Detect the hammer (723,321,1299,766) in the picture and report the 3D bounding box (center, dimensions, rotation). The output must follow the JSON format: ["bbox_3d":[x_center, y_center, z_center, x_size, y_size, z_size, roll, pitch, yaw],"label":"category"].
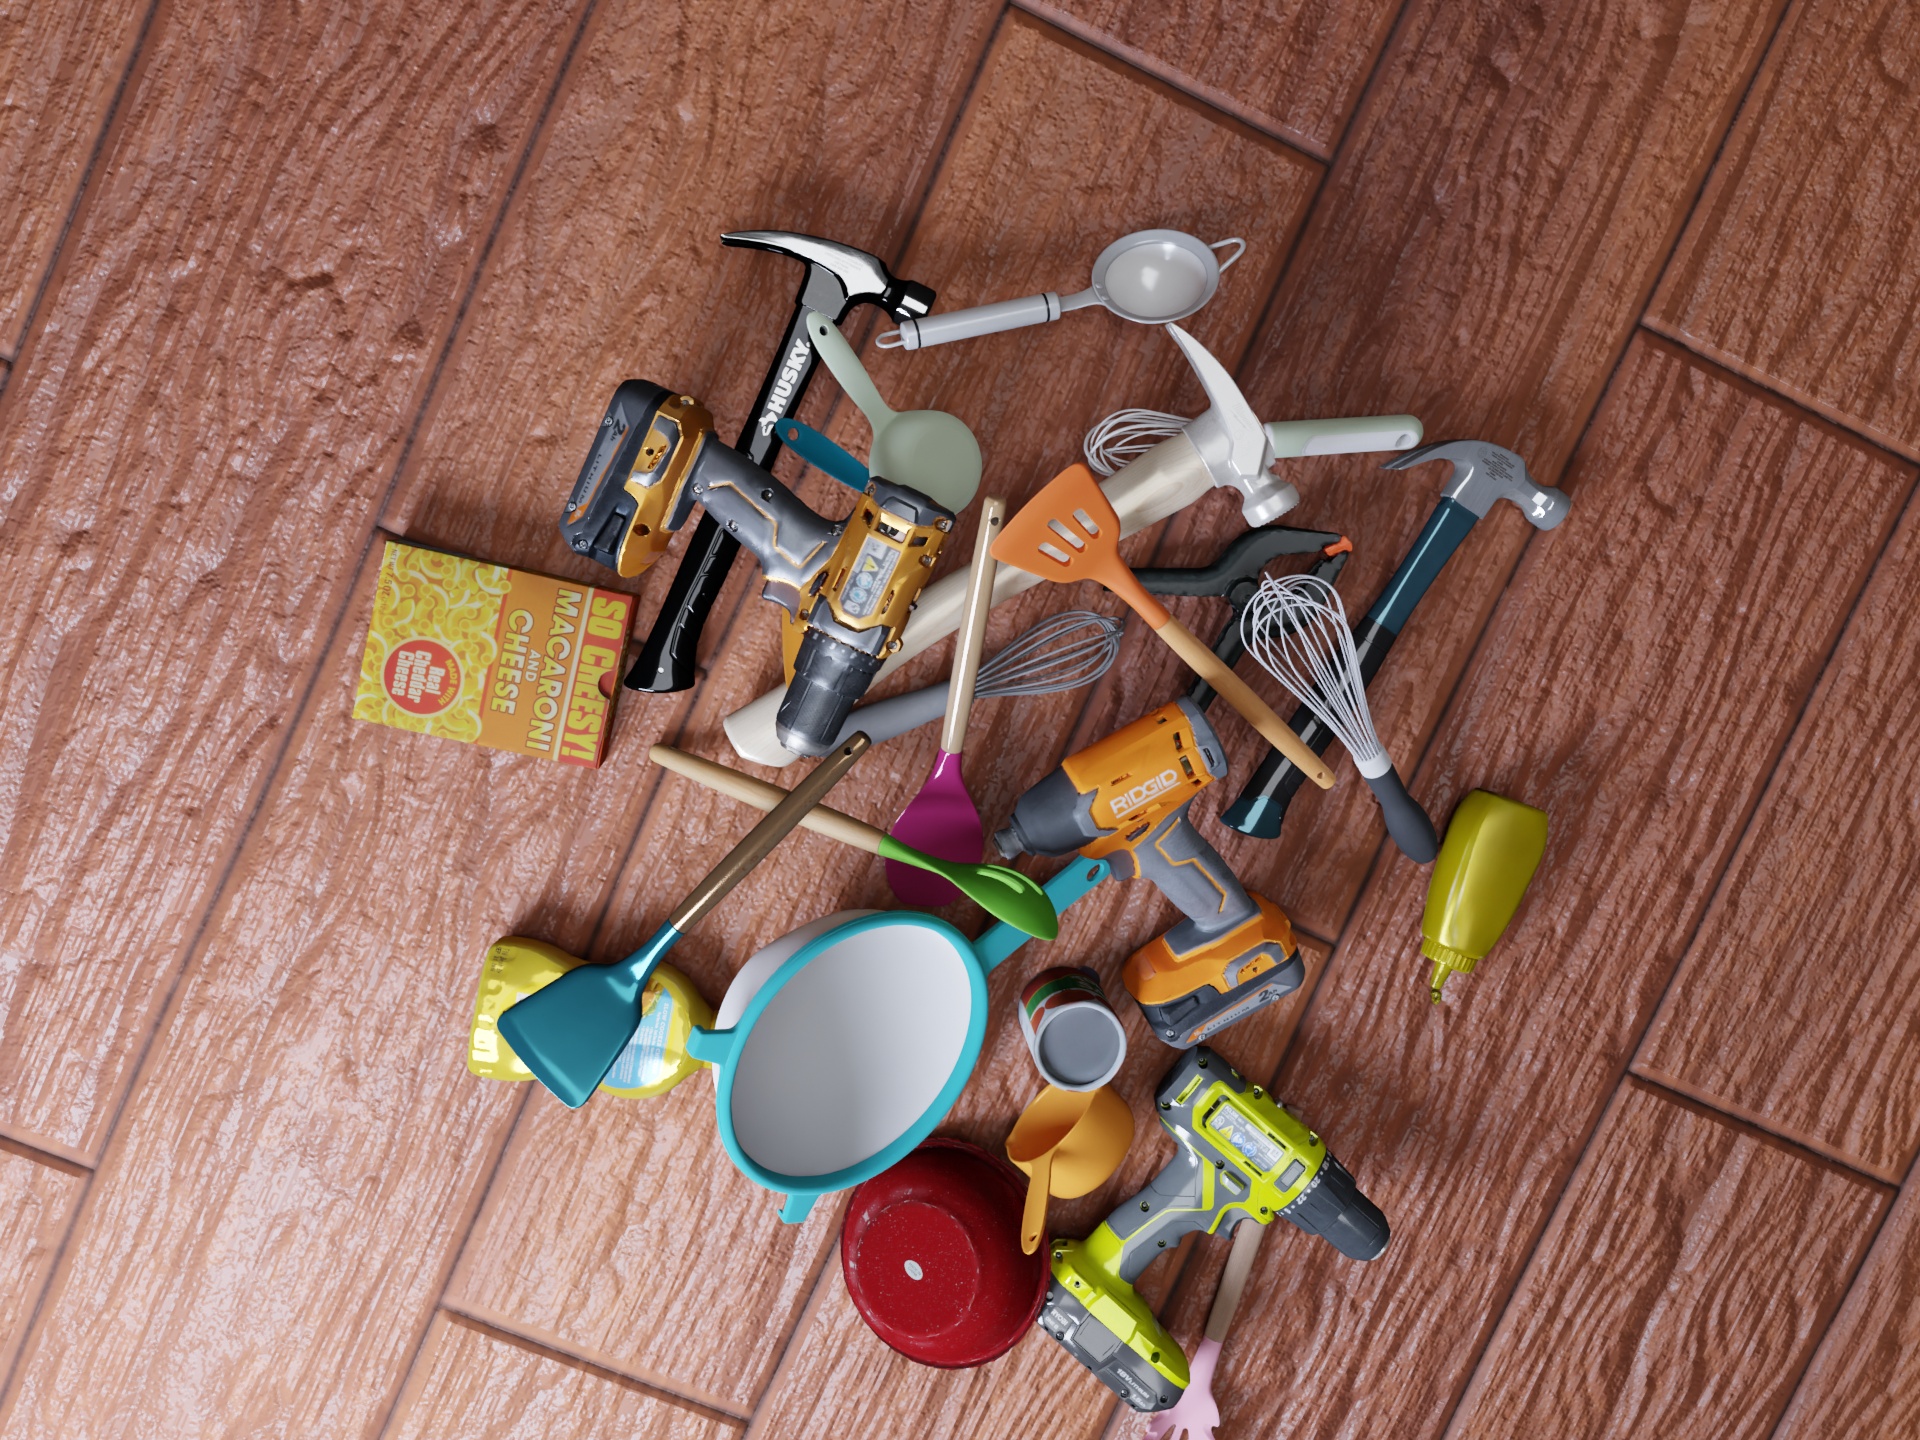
[{"bbox_3d":[0.014,-0.101,1.067,0.410,0.038,0.146,-31,97,6],"label":"hammer"}]

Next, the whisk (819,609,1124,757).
[{"bbox_3d":[0.004,-0.024,1.112,0.239,0.055,0.055,-21,98,2],"label":"whisk"}]

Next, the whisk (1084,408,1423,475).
[{"bbox_3d":[0.206,-0.194,1.108,0.246,0.057,0.059,-5,53,-9],"label":"whisk"}]

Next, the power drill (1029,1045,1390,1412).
[{"bbox_3d":[0.175,0.376,1.143,0.190,0.080,0.228,41,91,4],"label":"power drill"}]

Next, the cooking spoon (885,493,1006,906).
[{"bbox_3d":[-0.002,-0.003,1.069,0.068,0.017,0.318,5,120,-9],"label":"cooking spoon"}]

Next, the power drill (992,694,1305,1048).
[{"bbox_3d":[0.130,0.112,1.093,0.164,0.084,0.226,-28,115,-2],"label":"power drill"}]

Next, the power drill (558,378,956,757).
[{"bbox_3d":[-0.138,-0.097,1.021,0.226,0.084,0.185,26,98,3],"label":"power drill"}]

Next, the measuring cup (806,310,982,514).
[{"bbox_3d":[-0.044,-0.203,1.055,0.083,0.038,0.167,-49,121,-19],"label":"measuring cup"}]

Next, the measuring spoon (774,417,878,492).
[{"bbox_3d":[-0.077,-0.167,1.078,0.128,0.021,0.042,31,79,-31],"label":"measuring spoon"}]

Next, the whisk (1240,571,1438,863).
[{"bbox_3d":[0.271,0.005,1.097,0.070,0.070,0.284,-37,122,0],"label":"whisk"}]

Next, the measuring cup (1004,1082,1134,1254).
[{"bbox_3d":[0.075,0.315,1.096,0.095,0.174,0.052,-39,104,26],"label":"measuring cup"}]

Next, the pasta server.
[{"bbox_3d":[0.199,0.438,1.185,0.060,0.040,0.316,19,94,4],"label":"pasta server"}]

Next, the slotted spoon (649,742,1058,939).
[{"bbox_3d":[-0.075,0.073,1.063,0.314,0.070,0.031,21,100,17],"label":"slotted spoon"}]

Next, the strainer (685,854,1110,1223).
[{"bbox_3d":[-0.042,0.174,1.109,0.340,0.095,0.210,-36,128,-22],"label":"strainer"}]

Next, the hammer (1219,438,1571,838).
[{"bbox_3d":[0.294,-0.055,1.136,0.128,0.033,0.331,32,94,-13],"label":"hammer"}]

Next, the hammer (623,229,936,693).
[{"bbox_3d":[-0.151,-0.171,1.083,0.146,0.035,0.335,24,94,-8],"label":"hammer"}]

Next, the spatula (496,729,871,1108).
[{"bbox_3d":[-0.172,0.121,1.050,0.082,0.044,0.317,46,101,6],"label":"spatula"}]

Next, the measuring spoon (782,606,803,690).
[{"bbox_3d":[-0.109,-0.057,1.069,0.021,0.011,0.117,-12,75,21],"label":"measuring spoon"}]

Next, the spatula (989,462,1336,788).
[{"bbox_3d":[0.150,-0.047,1.052,0.081,0.041,0.322,-44,115,14],"label":"spatula"}]

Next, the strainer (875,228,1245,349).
[{"bbox_3d":[0.068,-0.281,1.074,0.258,0.050,0.087,-14,59,-9],"label":"strainer"}]
